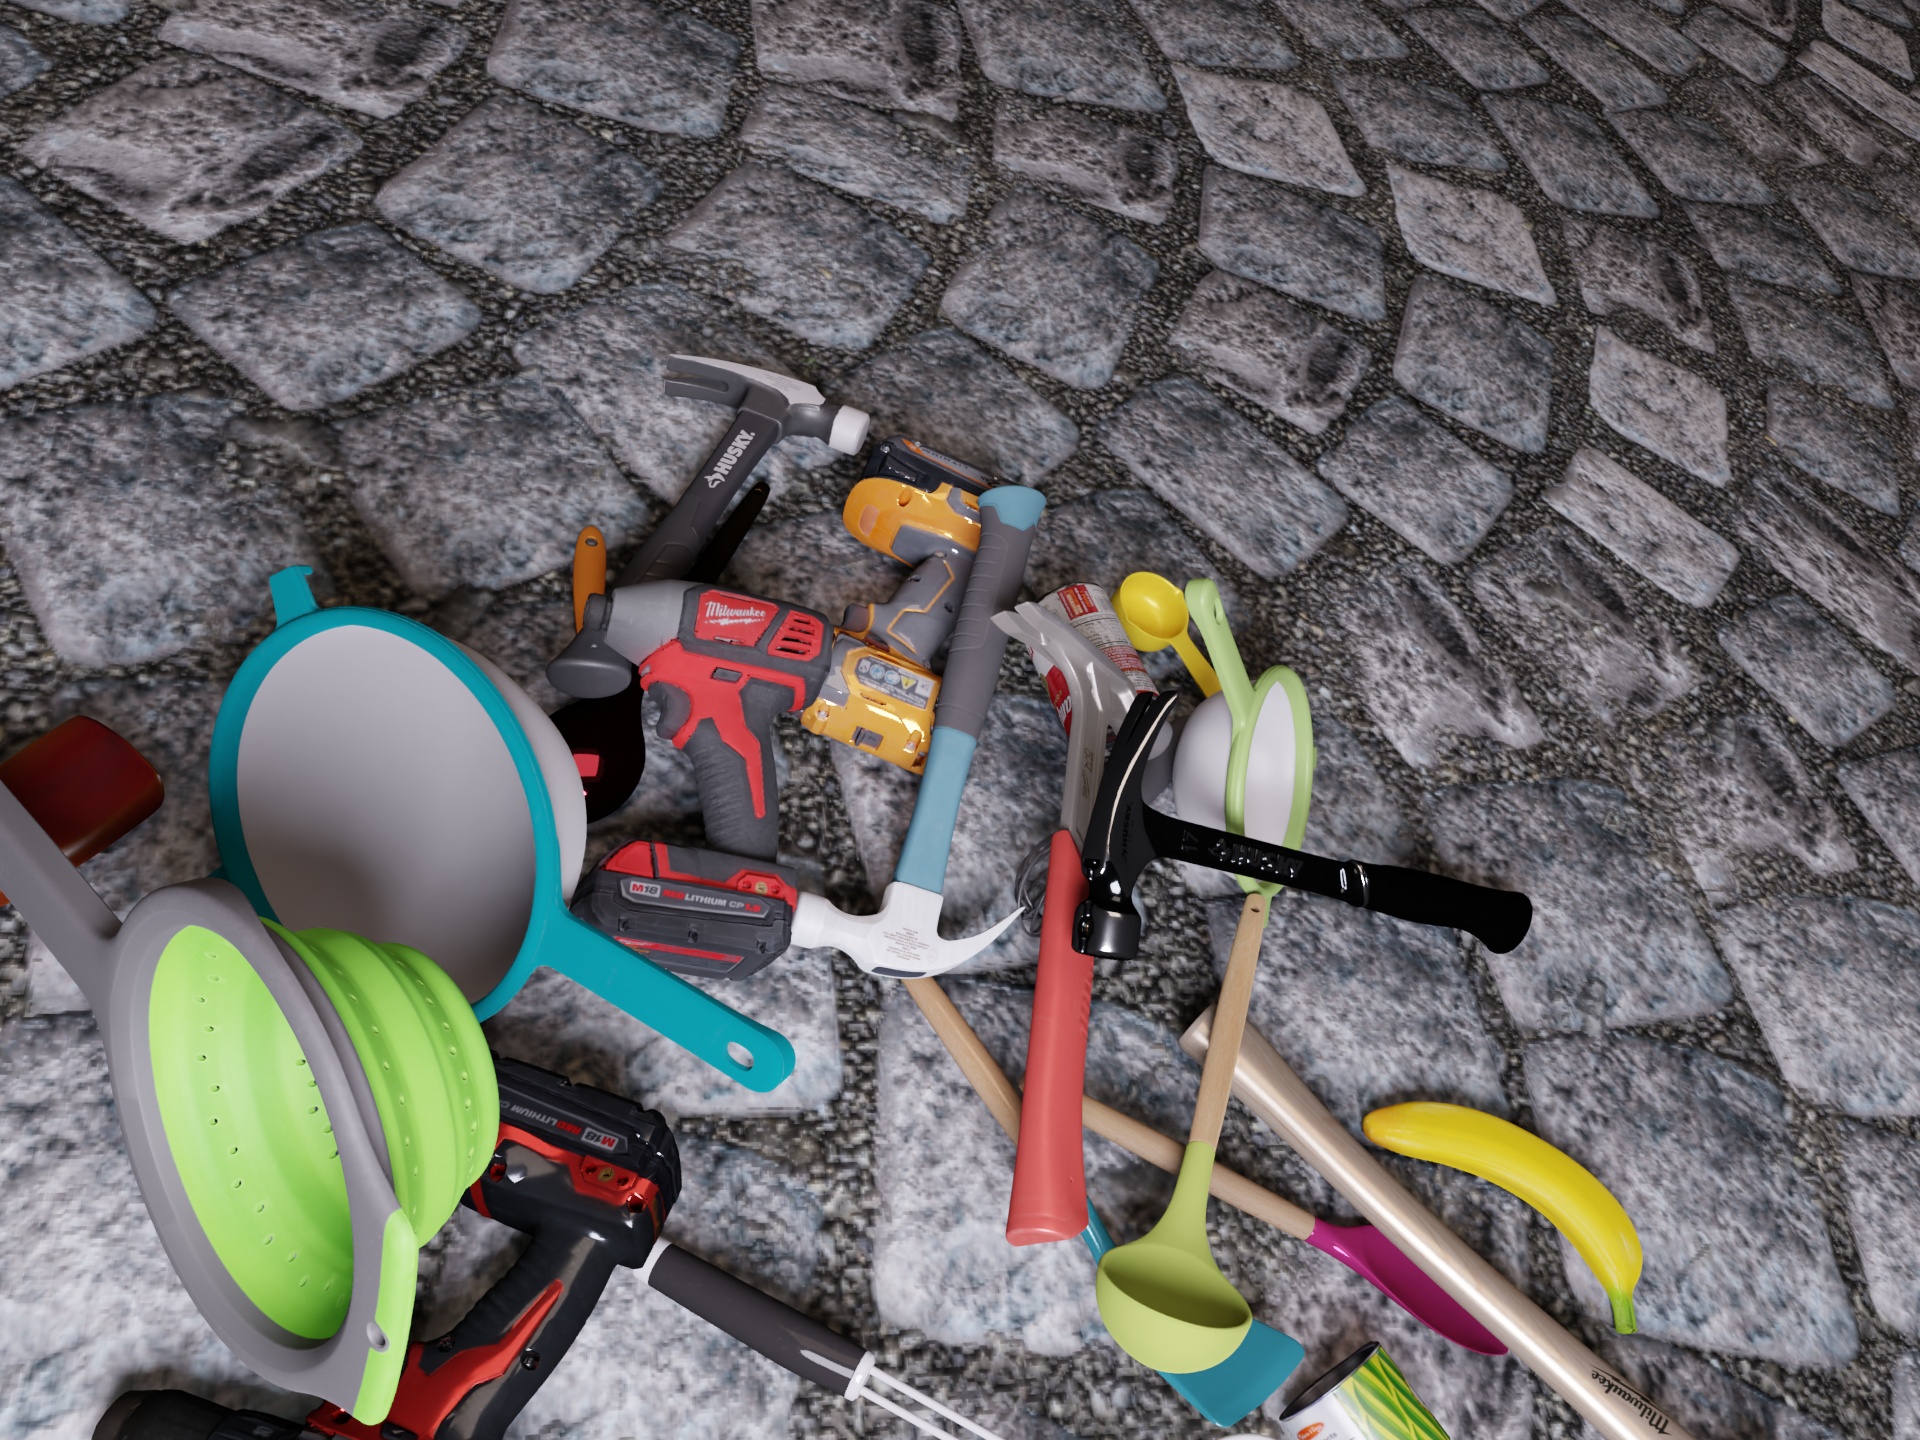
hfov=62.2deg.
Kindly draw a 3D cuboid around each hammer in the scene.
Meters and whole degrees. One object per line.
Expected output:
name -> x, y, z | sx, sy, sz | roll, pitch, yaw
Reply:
hammer -> 0.227, 0.091, 0.968 | 0.408, 0.036, 0.149 | 15, 79, -38
hammer -> 0.055, 0.107, 0.883 | 0.149, 0.037, 0.359 | 37, 47, -34
hammer -> 0.280, 0.314, 0.879 | 0.411, 0.038, 0.146 | 42, 29, 16
hammer -> -0.002, -0.003, 0.959 | 0.128, 0.033, 0.331 | 20, 65, -13
hammer -> -0.181, -0.132, 1.036 | 0.146, 0.035, 0.335 | 21, 46, 2

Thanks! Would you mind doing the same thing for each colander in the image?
colander -> -0.315, 0.115, 0.689 | 0.397, 0.204, 0.094 | 35, 31, 29

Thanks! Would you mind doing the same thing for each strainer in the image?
strainer -> 0.158, 0.004, 0.996 | 0.069, 0.256, 0.152 | 4, 52, 30
strainer -> -0.207, 0.071, 0.774 | 0.340, 0.211, 0.095 | 28, 21, 16

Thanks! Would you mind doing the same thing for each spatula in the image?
spatula -> 0.054, 0.237, 0.869 | 0.082, 0.044, 0.318 | -16, 60, -46

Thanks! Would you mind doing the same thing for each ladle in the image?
ladle -> 0.139, 0.205, 0.866 | 0.078, 0.062, 0.320 | 18, 44, 7
ladle -> -0.184, -0.058, 1.007 | 0.069, 0.031, 0.316 | 25, 47, -1

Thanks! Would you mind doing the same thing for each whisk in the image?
whisk -> 0.100, 0.059, 1.024 | 0.055, 0.055, 0.239 | 38, 45, 8

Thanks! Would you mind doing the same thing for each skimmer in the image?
skimmer -> 0.008, 0.346, 0.770 | 0.363, 0.090, 0.127 | 25, 76, 11

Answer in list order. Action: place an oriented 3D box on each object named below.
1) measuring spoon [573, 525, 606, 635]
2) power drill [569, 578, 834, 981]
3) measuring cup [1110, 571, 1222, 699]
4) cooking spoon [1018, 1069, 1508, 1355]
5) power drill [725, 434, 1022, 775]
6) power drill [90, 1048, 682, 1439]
measuring spoon -> -0.236, -0.082, 1.011 | 0.021, 0.011, 0.117 | 7, 52, -18
power drill -> -0.151, 0.024, 0.887 | 0.143, 0.078, 0.220 | 13, 64, -19
measuring cup -> 0.161, -0.036, 1.142 | 0.062, 0.029, 0.156 | -29, 81, -36
cooking spoon -> 0.172, 0.272, 0.889 | 0.319, 0.017, 0.069 | 29, 27, -7
power drill -> -0.059, -0.083, 1.046 | 0.185, 0.084, 0.226 | 22, 54, -6
power drill -> -0.241, 0.263, 0.698 | 0.188, 0.080, 0.227 | 17, 51, 7
